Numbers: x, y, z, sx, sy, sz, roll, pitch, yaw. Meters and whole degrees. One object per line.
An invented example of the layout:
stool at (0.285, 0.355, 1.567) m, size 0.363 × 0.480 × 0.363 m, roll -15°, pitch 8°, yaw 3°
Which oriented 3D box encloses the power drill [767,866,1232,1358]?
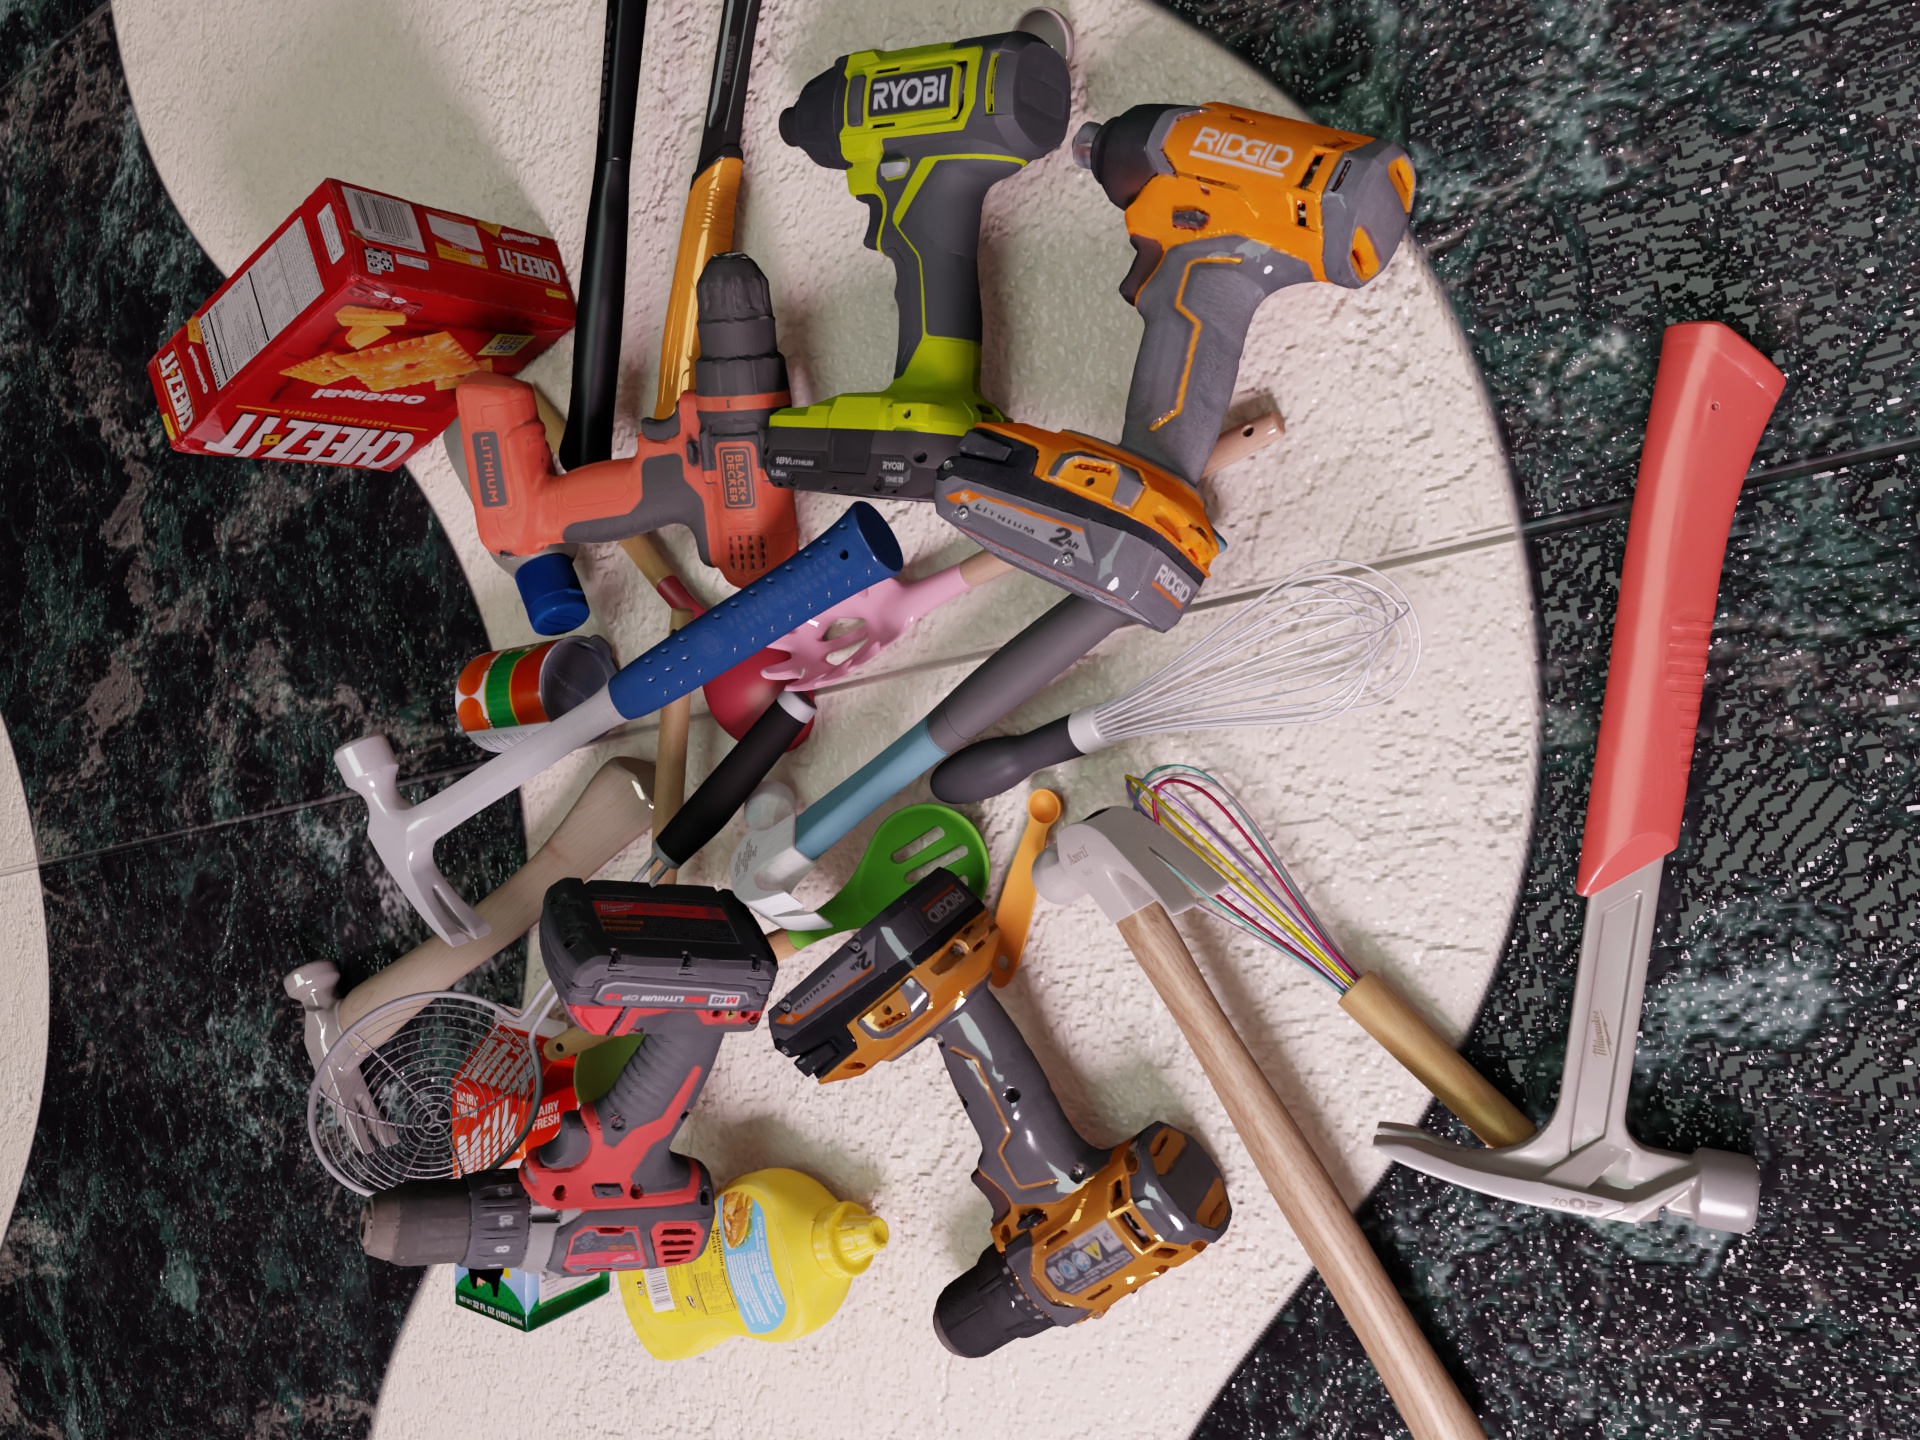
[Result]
power drill at (0.002, 0.212, 0.815) m, size 0.226 × 0.084 × 0.185 m, roll 50°, pitch 120°, yaw 6°

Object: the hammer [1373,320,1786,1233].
hammer at (0.265, 0.023, 0.644) m, size 0.149 × 0.036 × 0.359 m, roll 8°, pitch 97°, yaw 18°

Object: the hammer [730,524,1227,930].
hammer at (-0.001, -0.003, 0.813) m, size 0.331 × 0.033 × 0.128 m, roll -38°, pitch 29°, yaw 24°

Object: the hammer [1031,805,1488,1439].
hammer at (0.142, 0.187, 0.734) m, size 0.331 × 0.031 × 0.130 m, roll 59°, pitch 158°, yaw 8°

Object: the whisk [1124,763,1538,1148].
whisk at (0.166, 0.107, 0.735) m, size 0.245 × 0.051 × 0.047 m, roll 44°, pitch 148°, yaw 19°

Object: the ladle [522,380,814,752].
ladle at (-0.190, -0.102, 0.965) m, size 0.316 × 0.031 × 0.069 m, roll 51°, pitch 119°, yaw 22°

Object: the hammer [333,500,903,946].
hammer at (-0.197, -0.002, 0.903) m, size 0.405 × 0.035 × 0.144 m, roll -29°, pitch 87°, yaw 27°

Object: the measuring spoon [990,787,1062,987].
measuring spoon at (0.034, 0.089, 0.838) m, size 0.021 × 0.011 × 0.117 m, roll 24°, pitch 111°, yaw 29°

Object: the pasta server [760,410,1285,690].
pasta server at (0.021, -0.086, 0.814) m, size 0.316 × 0.040 × 0.060 m, roll -23°, pitch 73°, yaw 32°

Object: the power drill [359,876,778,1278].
power drill at (-0.204, 0.200, 0.843) m, size 0.080 × 0.187 × 0.226 m, roll 48°, pitch 125°, yaw 54°

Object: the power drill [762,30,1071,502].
power drill at (-0.034, -0.227, 0.817) m, size 0.171 × 0.080 × 0.223 m, roll 10°, pitch 98°, yaw 38°

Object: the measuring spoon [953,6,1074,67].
measuring spoon at (0.010, -0.340, 0.816) m, size 0.124 × 0.018 × 0.034 m, roll 8°, pitch 117°, yaw 40°

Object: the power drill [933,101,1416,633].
power drill at (0.081, -0.171, 0.716) m, size 0.164 × 0.084 × 0.226 m, roll 28°, pitch 91°, yaw 32°

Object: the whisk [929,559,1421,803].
whisk at (0.089, -0.007, 0.767) m, size 0.284 × 0.070 × 0.070 m, roll -22°, pitch 82°, yaw 38°

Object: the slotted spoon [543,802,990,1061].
slotted spoon at (-0.114, 0.130, 0.895) m, size 0.314 × 0.031 × 0.070 m, roll -27°, pitch 85°, yaw 20°

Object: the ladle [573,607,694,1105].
ladle at (-0.182, 0.092, 0.942) m, size 0.078 × 0.062 × 0.320 m, roll 12°, pitch 105°, yaw 21°

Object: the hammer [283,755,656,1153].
hammer at (-0.321, 0.153, 1.070) m, size 0.410 × 0.038 × 0.146 m, roll -36°, pitch 76°, yaw 31°

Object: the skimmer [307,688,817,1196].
skimmer at (-0.218, 0.117, 0.888) m, size 0.363 × 0.090 × 0.127 m, roll -48°, pitch 65°, yaw 9°

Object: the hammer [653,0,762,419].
hammer at (-0.137, -0.287, 0.907) m, size 0.127 × 0.034 × 0.337 m, roll 20°, pitch 105°, yaw 33°

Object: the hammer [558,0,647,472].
hammer at (-0.201, -0.307, 0.921) m, size 0.146 × 0.035 × 0.334 m, roll 31°, pitch 116°, yaw 57°
